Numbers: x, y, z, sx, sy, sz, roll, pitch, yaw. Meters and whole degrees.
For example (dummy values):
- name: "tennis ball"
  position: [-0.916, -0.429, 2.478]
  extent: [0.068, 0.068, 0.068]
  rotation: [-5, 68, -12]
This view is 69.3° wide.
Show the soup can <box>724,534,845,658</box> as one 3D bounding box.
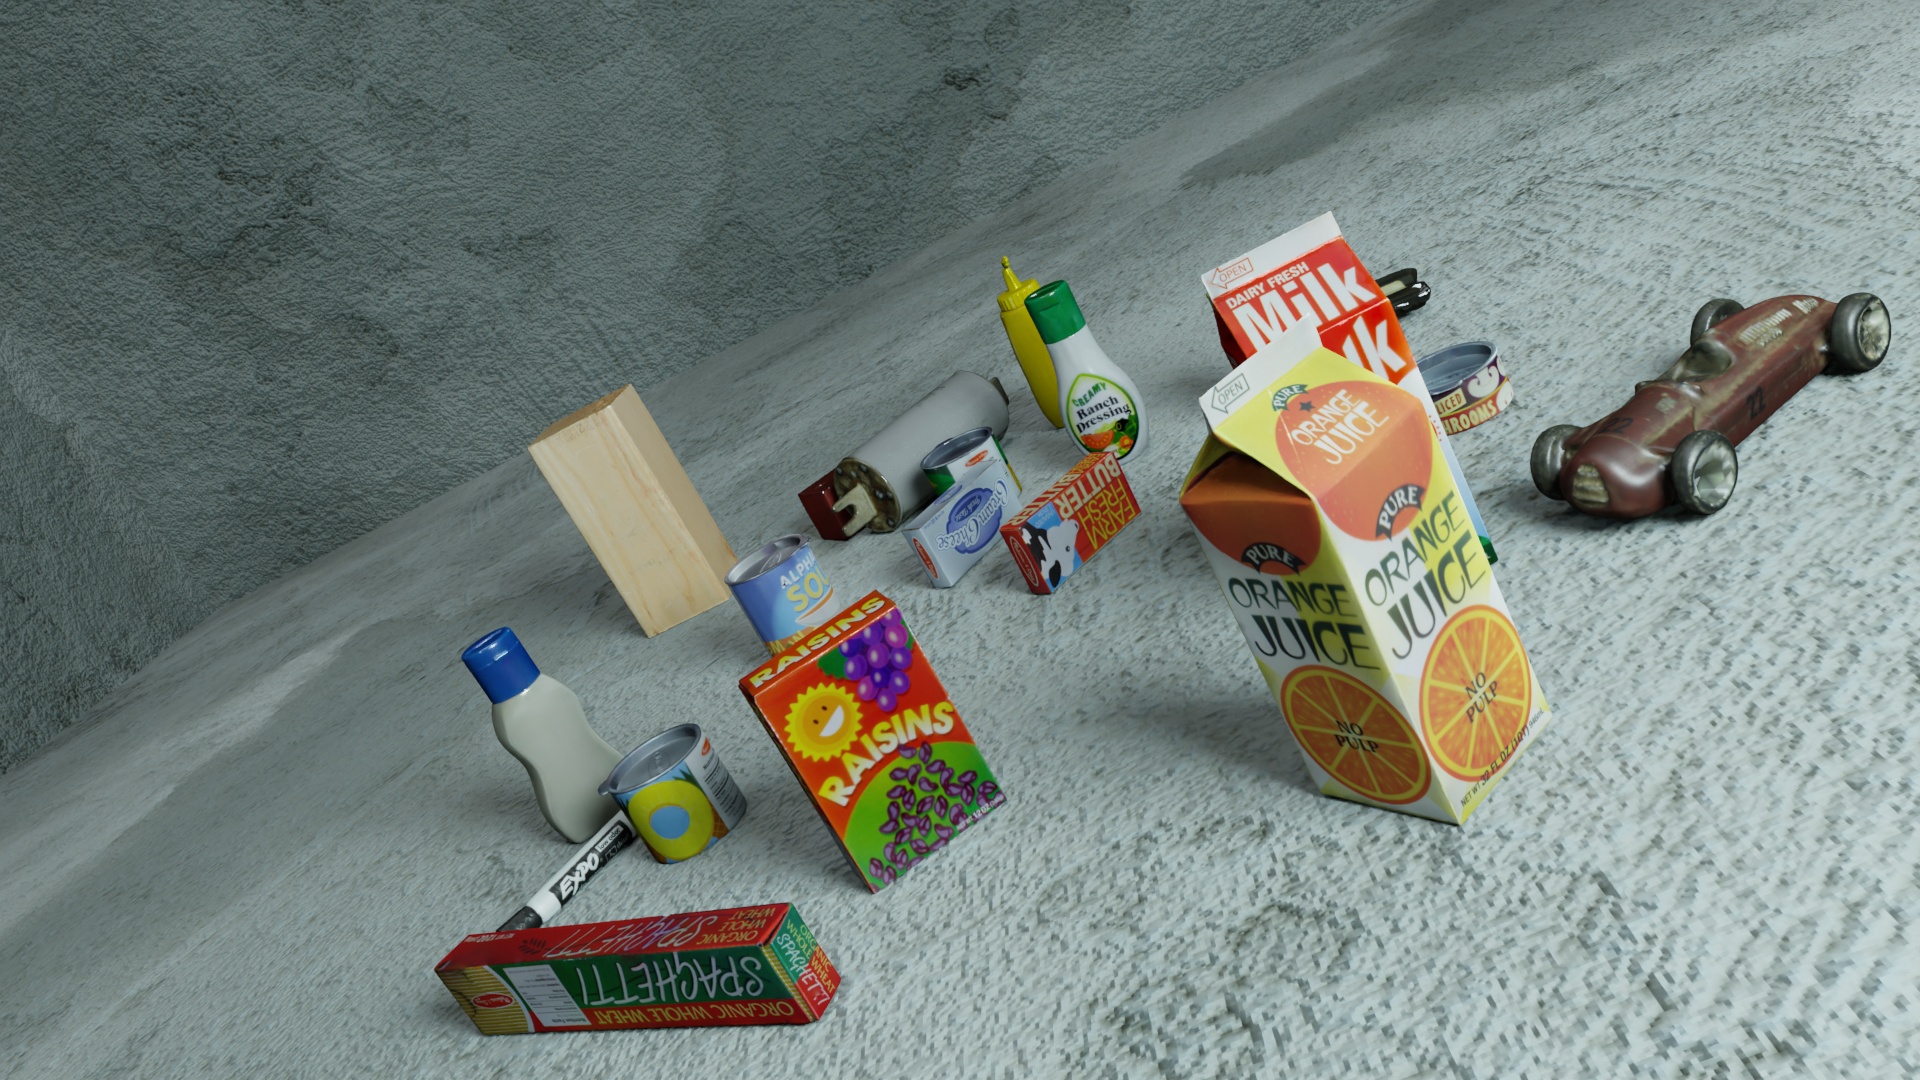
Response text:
- name: "soup can"
  position: [-0.123, 0.046, 1.025]
  extent: [0.071, 0.083, 0.071]
  rotation: [-26, 18, 9]

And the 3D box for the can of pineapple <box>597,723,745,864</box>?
- name: "can of pineapple"
  position: [-0.175, 0.155, 0.848]
  extent: [0.071, 0.057, 0.071]
  rotation: [-25, 18, 9]

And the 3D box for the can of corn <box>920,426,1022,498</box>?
- name: "can of corn"
  position: [0.009, -0.053, 1.143]
  extent: [0.071, 0.058, 0.071]
  rotation: [-25, 18, 9]

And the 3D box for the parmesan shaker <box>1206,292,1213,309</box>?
- name: "parmesan shaker"
  position: [0.229, -0.146, 1.004]
  extent: [0.071, 0.103, 0.071]
  rotation: [-26, 18, 9]

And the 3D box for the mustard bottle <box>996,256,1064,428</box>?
- name: "mustard bottle"
  position: [0.071, -0.180, 1.232]
  extent: [0.048, 0.160, 0.065]
  rotation: [-19, 20, 27]

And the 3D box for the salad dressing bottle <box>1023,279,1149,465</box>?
- name: "salad dressing bottle"
  position: [0.096, -0.129, 1.077]
  extent: [0.064, 0.147, 0.044]
  rotation: [-24, 18, 15]

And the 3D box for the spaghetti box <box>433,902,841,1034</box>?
- name: "spaghetti box"
  position: [-0.166, 0.215, 0.686]
  extent: [0.249, 0.050, 0.029]
  rotation: [-16, 22, 34]

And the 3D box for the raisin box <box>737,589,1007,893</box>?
- name: "raisin box"
  position: [-0.043, 0.100, 0.699]
  extent: [0.086, 0.123, 0.040]
  rotation: [-33, 18, -14]

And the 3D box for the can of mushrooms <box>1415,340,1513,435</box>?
- name: "can of mushrooms"
  position: [0.305, -0.093, 0.860]
  extent: [0.071, 0.033, 0.071]
  rotation: [-25, 18, 9]

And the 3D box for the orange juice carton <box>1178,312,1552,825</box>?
- name: "orange juice carton"
  position: [0.153, 0.010, 0.546]
  extent: [0.072, 0.192, 0.073]
  rotation: [-38, 20, -27]

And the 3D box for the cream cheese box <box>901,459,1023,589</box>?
- name: "cream cheese box"
  position: [0.004, -0.013, 1.051]
  extent: [0.024, 0.053, 0.104]
  rotation: [-10, 26, 46]

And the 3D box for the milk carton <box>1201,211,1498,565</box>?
- name: "milk carton"
  position: [0.190, -0.064, 0.695]
  extent: [0.072, 0.190, 0.074]
  rotation: [-27, 18, 6]

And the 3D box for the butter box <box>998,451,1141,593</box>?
- name: "butter box"
  position: [0.076, -0.013, 0.947]
  extent: [0.104, 0.053, 0.024]
  rotation: [-40, 21, -31]

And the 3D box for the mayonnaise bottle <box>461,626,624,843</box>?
- name: "mayonnaise bottle"
  position: [-0.276, 0.127, 0.926]
  extent: [0.065, 0.147, 0.041]
  rotation: [-38, 20, -28]
